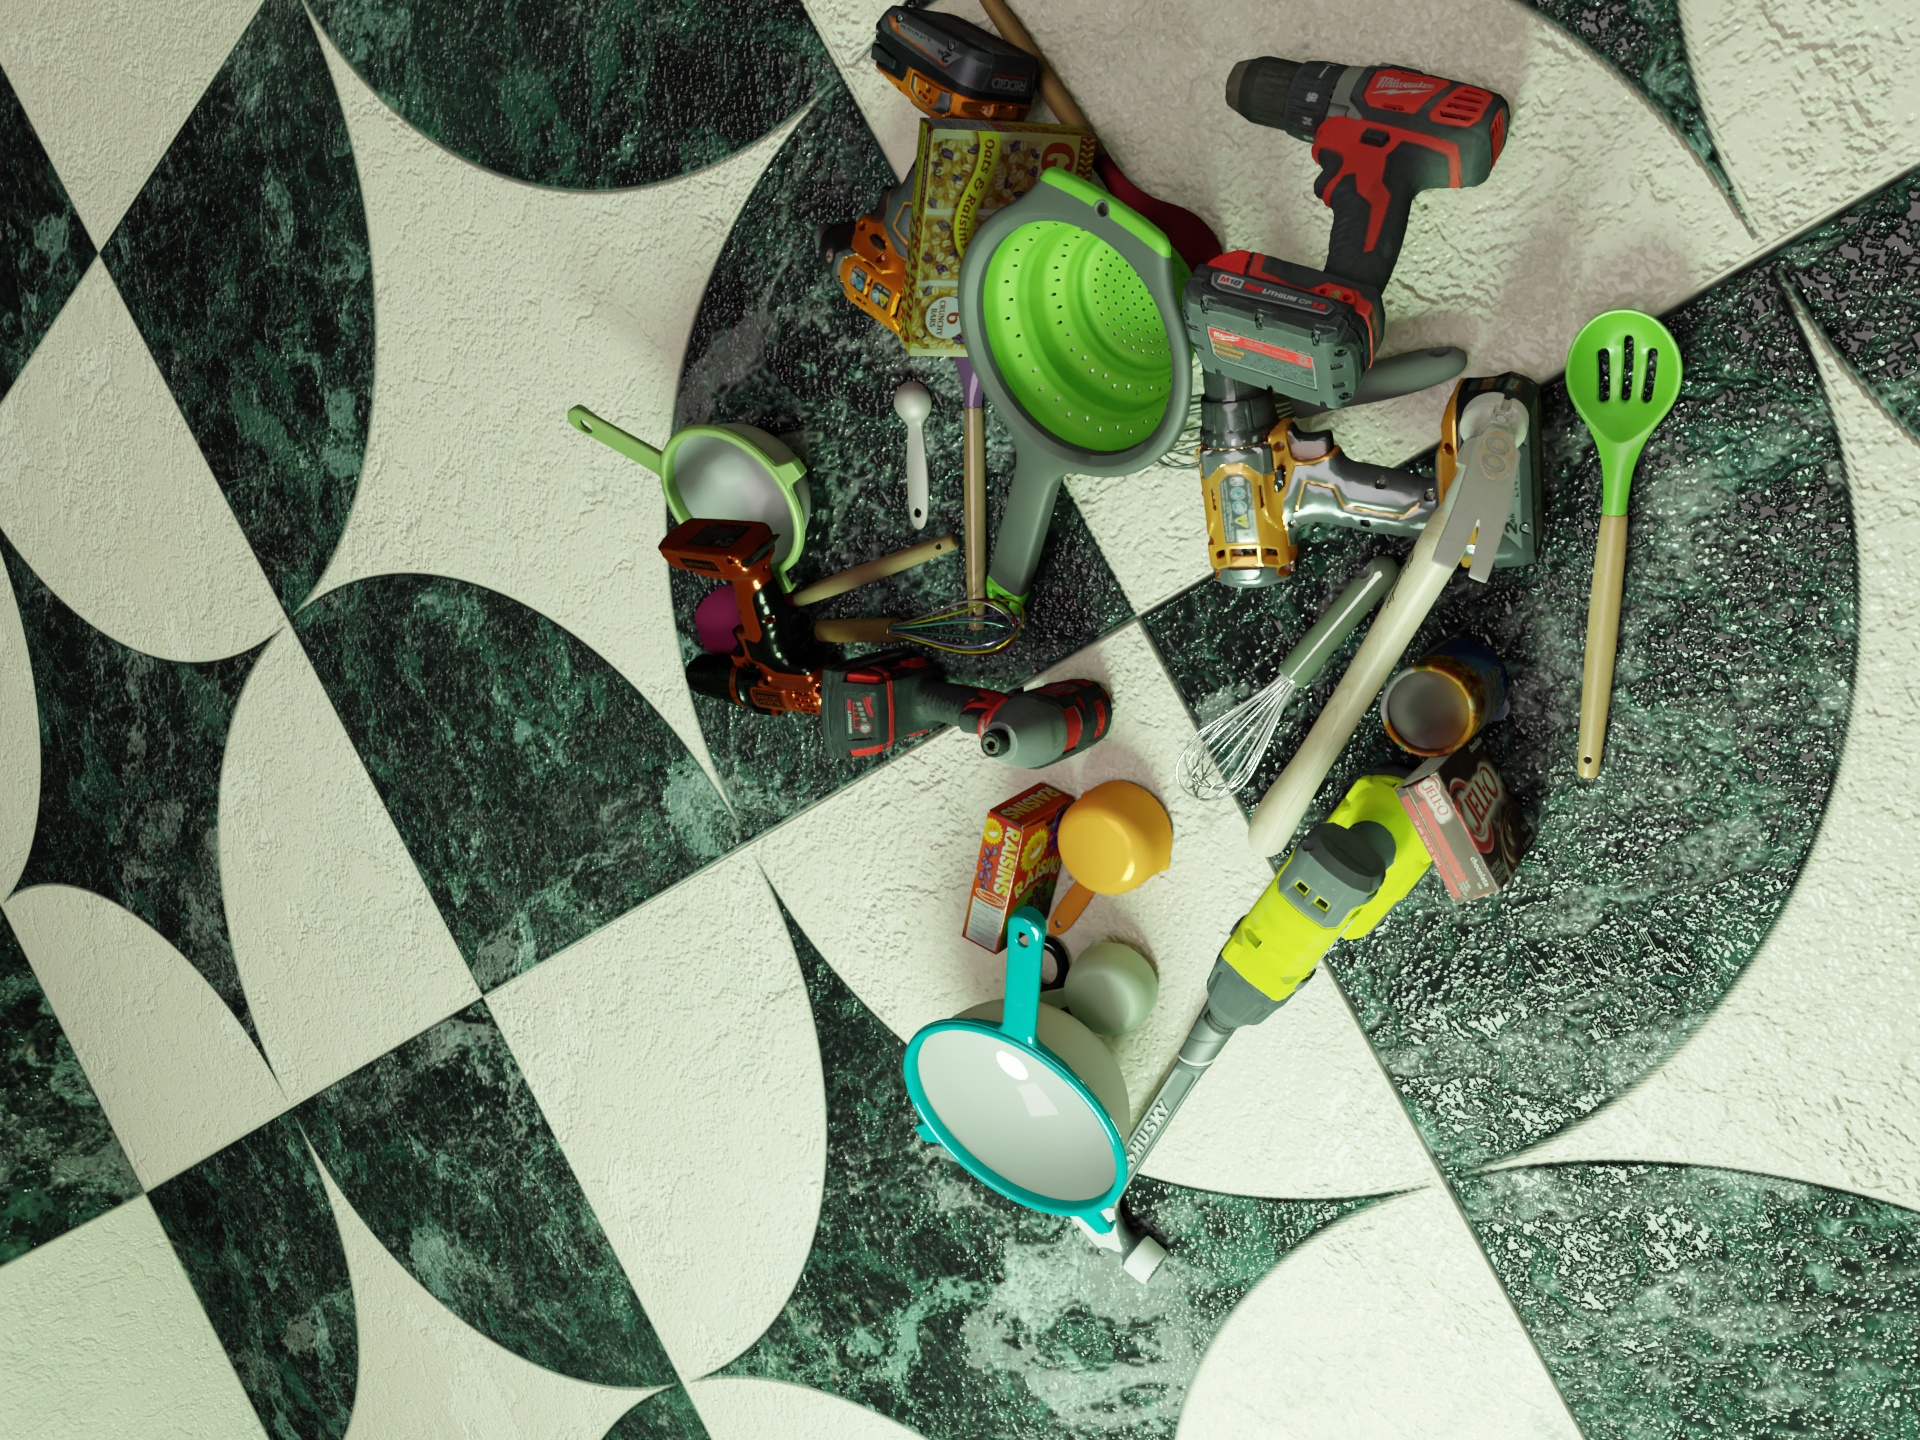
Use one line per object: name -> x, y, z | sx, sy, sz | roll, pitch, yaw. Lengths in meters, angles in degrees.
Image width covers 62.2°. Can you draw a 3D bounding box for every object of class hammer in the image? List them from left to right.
hammer -> 0.185, 0.290, 1.327 | 0.149, 0.036, 0.408 | 37, 121, 21
hammer -> 0.265, -0.021, 1.057 | 0.038, 0.146, 0.410 | 22, 142, 5

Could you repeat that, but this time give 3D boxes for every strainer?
strainer -> -0.229, -0.230, 1.407 | 0.256, 0.069, 0.151 | 29, 140, 15
strainer -> 0.065, 0.255, 1.289 | 0.211, 0.095, 0.340 | 22, 133, 24

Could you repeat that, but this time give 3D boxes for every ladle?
ladle -> 0.091, -0.434, 1.172 | 0.069, 0.031, 0.315 | -39, 80, 36

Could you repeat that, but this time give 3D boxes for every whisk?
whisk -> -0.036, -0.079, 1.346 | 0.245, 0.051, 0.047 | 3, 88, 44
whisk -> 0.243, -0.027, 1.187 | 0.059, 0.058, 0.246 | 27, 121, -15
whisk -> 0.238, -0.224, 1.126 | 0.239, 0.055, 0.055 | -11, 98, 32

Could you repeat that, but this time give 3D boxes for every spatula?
spatula -> 0.013, -0.228, 1.291 | 0.060, 0.018, 0.315 | 9, 109, 31

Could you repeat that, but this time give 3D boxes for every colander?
colander -> 0.090, -0.233, 1.191 | 0.205, 0.094, 0.396 | 39, 144, 19

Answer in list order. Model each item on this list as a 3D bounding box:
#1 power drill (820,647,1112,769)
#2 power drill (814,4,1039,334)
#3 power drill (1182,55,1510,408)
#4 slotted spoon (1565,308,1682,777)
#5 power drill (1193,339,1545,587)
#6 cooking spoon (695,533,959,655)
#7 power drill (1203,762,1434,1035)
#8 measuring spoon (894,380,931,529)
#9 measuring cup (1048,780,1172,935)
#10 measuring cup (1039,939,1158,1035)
power drill -> -0.002, -0.004, 1.295 | 0.220, 0.143, 0.078 | 8, 106, 34
power drill -> -0.039, -0.420, 1.226 | 0.164, 0.084, 0.226 | 41, 127, 31
power drill -> 0.224, -0.331, 1.025 | 0.188, 0.080, 0.227 | 24, 77, 24
slotted spoon -> 0.426, -0.111, 1.046 | 0.070, 0.031, 0.313 | 9, 111, 32
power drill -> 0.267, -0.184, 1.068 | 0.226, 0.084, 0.185 | 1, 116, 26
cooking spoon -> -0.127, -0.116, 1.419 | 0.319, 0.017, 0.069 | -16, 96, 37
power drill -> 0.254, 0.124, 1.110 | 0.080, 0.223, 0.171 | 40, 123, 18
measuring spoon -> -0.040, -0.220, 1.329 | 0.034, 0.018, 0.124 | 7, 109, 32
measuring cup -> 0.104, 0.128, 1.318 | 0.095, 0.052, 0.173 | 42, 124, 16
measuring cup -> 0.087, 0.242, 1.351 | 0.167, 0.038, 0.083 | -21, 98, 29
